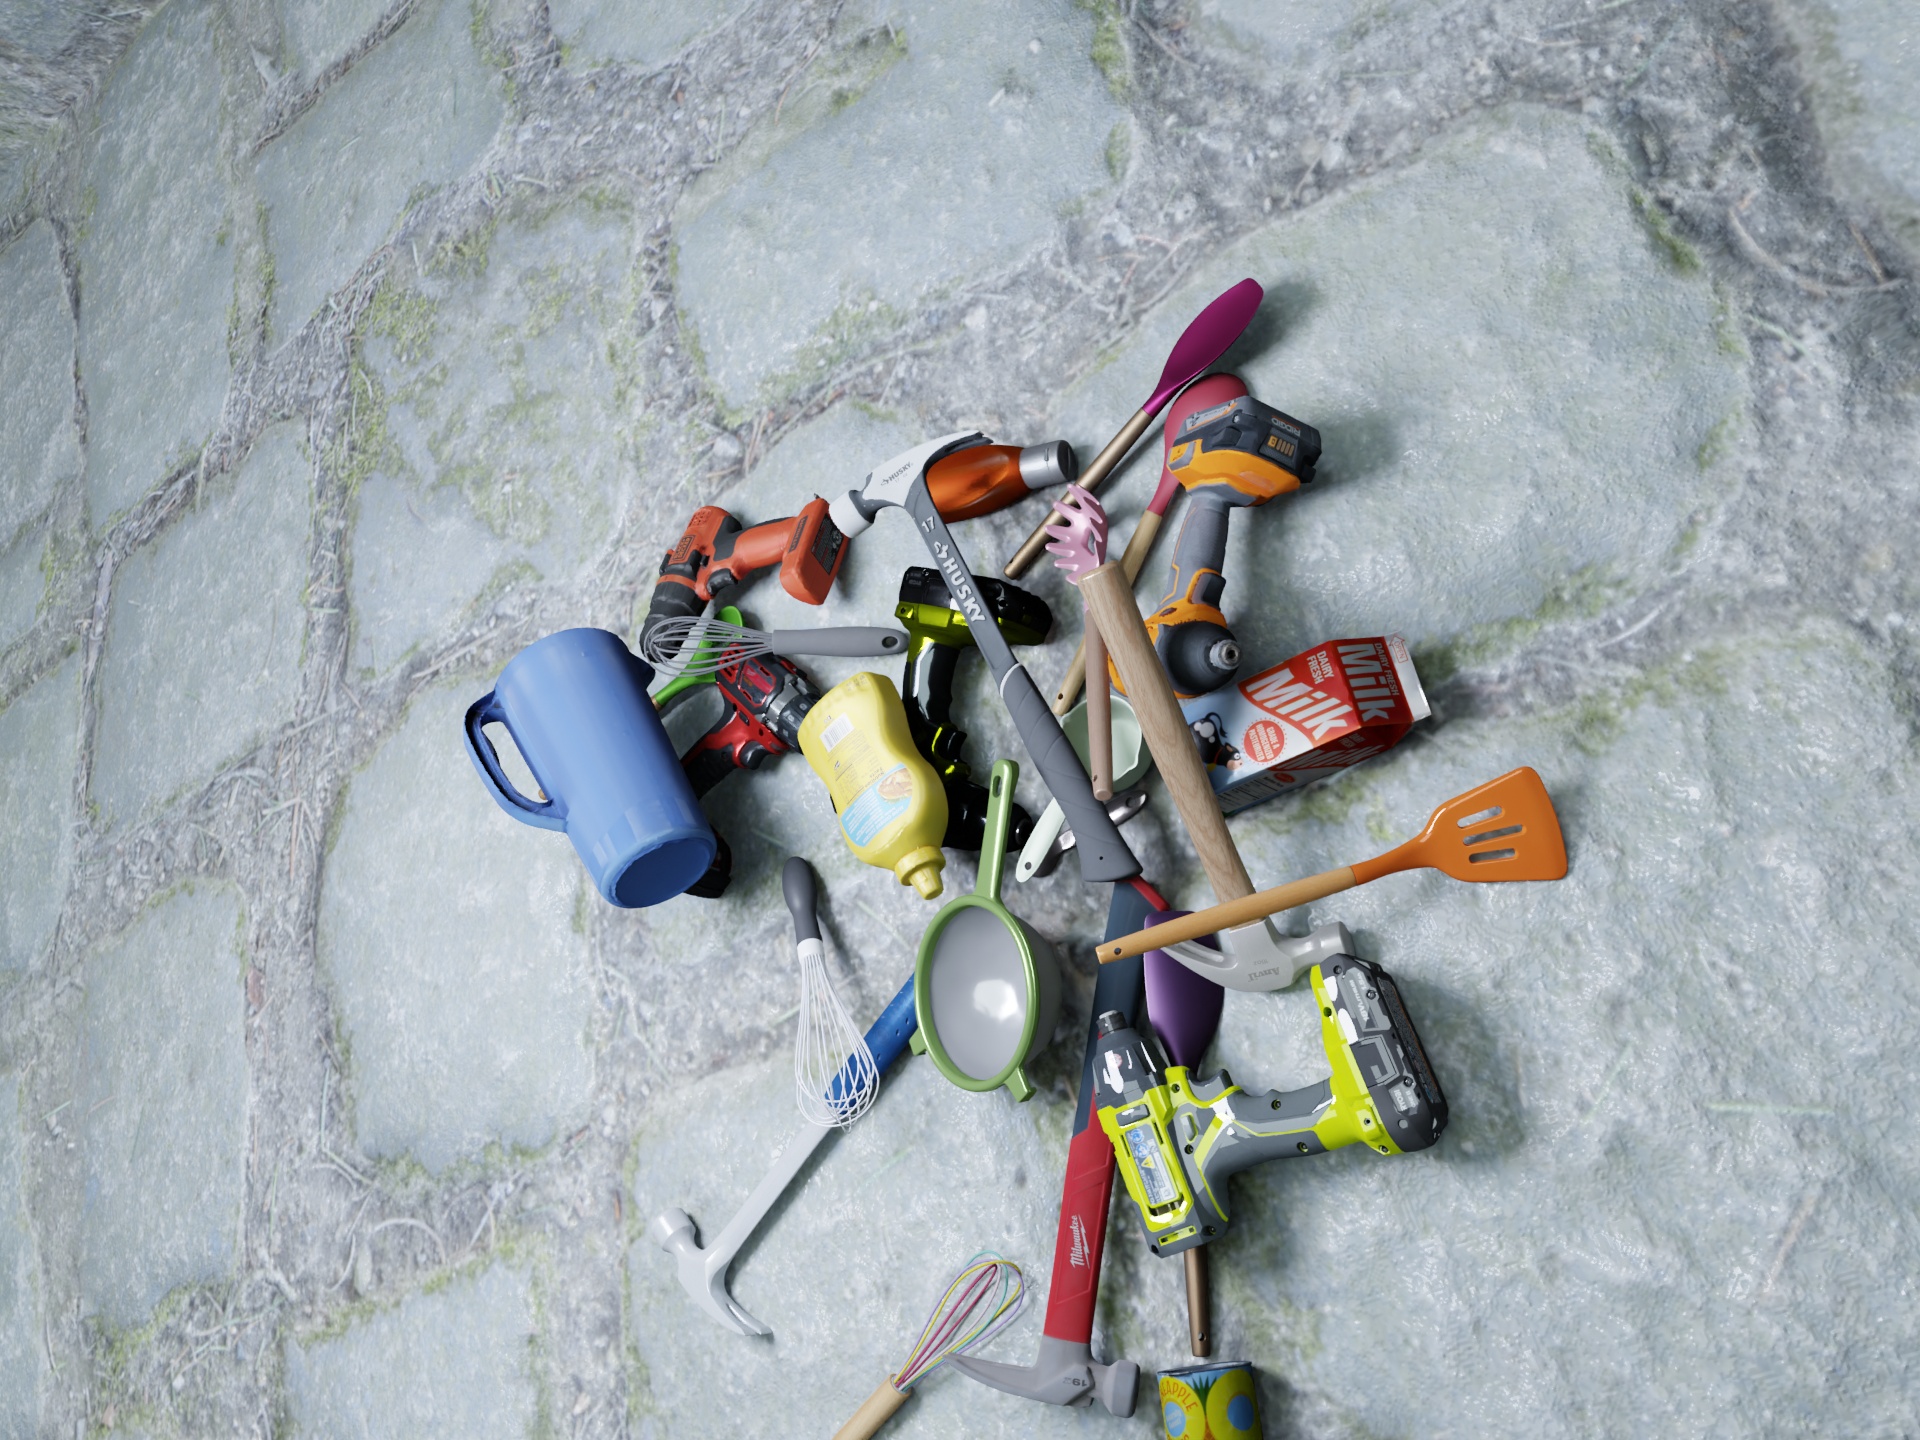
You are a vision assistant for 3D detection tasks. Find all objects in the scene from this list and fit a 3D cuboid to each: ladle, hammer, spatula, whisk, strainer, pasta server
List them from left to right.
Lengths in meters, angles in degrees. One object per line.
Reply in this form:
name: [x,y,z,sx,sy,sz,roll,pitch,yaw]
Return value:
whisk: [-0.166,-0.067,1.434,0.239,0.055,0.055,-1,74,3]
whisk: [-0.120,0.222,1.338,0.070,0.070,0.285,-38,41,19]
hammer: [-0.108,0.336,1.336,0.405,0.035,0.144,-53,54,10]
whisk: [-0.037,0.500,1.236,0.245,0.047,0.051,-51,56,15]
hammer: [0.037,-0.051,1.266,0.149,0.036,0.409,-34,70,18]
strainer: [0.039,0.159,1.241,0.151,0.069,0.256,8,91,53]
hammer: [0.087,0.303,1.191,0.143,0.038,0.386,7,77,13]
pasta server: [0.098,-0.066,1.232,0.060,0.040,0.317,-51,27,41]
ladle: [0.148,-0.147,1.311,0.069,0.031,0.315,29,95,43]
hammer: [0.161,0.043,1.143,0.130,0.031,0.331,-22,96,25]
spatula: [0.169,0.297,1.164,0.060,0.018,0.316,0,76,-3]
spatula: [0.249,0.115,1.095,0.322,0.041,0.081,-18,92,2]

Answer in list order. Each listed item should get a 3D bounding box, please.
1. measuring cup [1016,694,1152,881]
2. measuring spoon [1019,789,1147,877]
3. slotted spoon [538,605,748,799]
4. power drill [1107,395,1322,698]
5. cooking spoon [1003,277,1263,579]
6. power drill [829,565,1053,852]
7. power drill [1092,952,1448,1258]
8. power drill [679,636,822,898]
measuring cup: [0.096,0.060,1.276,0.083,0.038,0.167,33,96,37]
measuring spoon: [0.096,0.087,1.281,0.124,0.018,0.034,-33,60,22]
slotted spoon: [-0.316,-0.008,1.584,0.313,0.031,0.070,-36,53,23]
power drill: [0.192,-0.123,1.201,0.226,0.084,0.164,-70,18,-5]
cooking spoon: [0.140,-0.237,1.328,0.319,0.017,0.069,-48,33,20]
power drill: [-0.002,-0.004,1.341,0.191,0.080,0.228,12,86,36]
power drill: [0.204,0.254,1.103,0.223,0.080,0.171,-27,68,19]
power drill: [-0.201,0.054,1.460,0.188,0.080,0.226,40,97,35]
